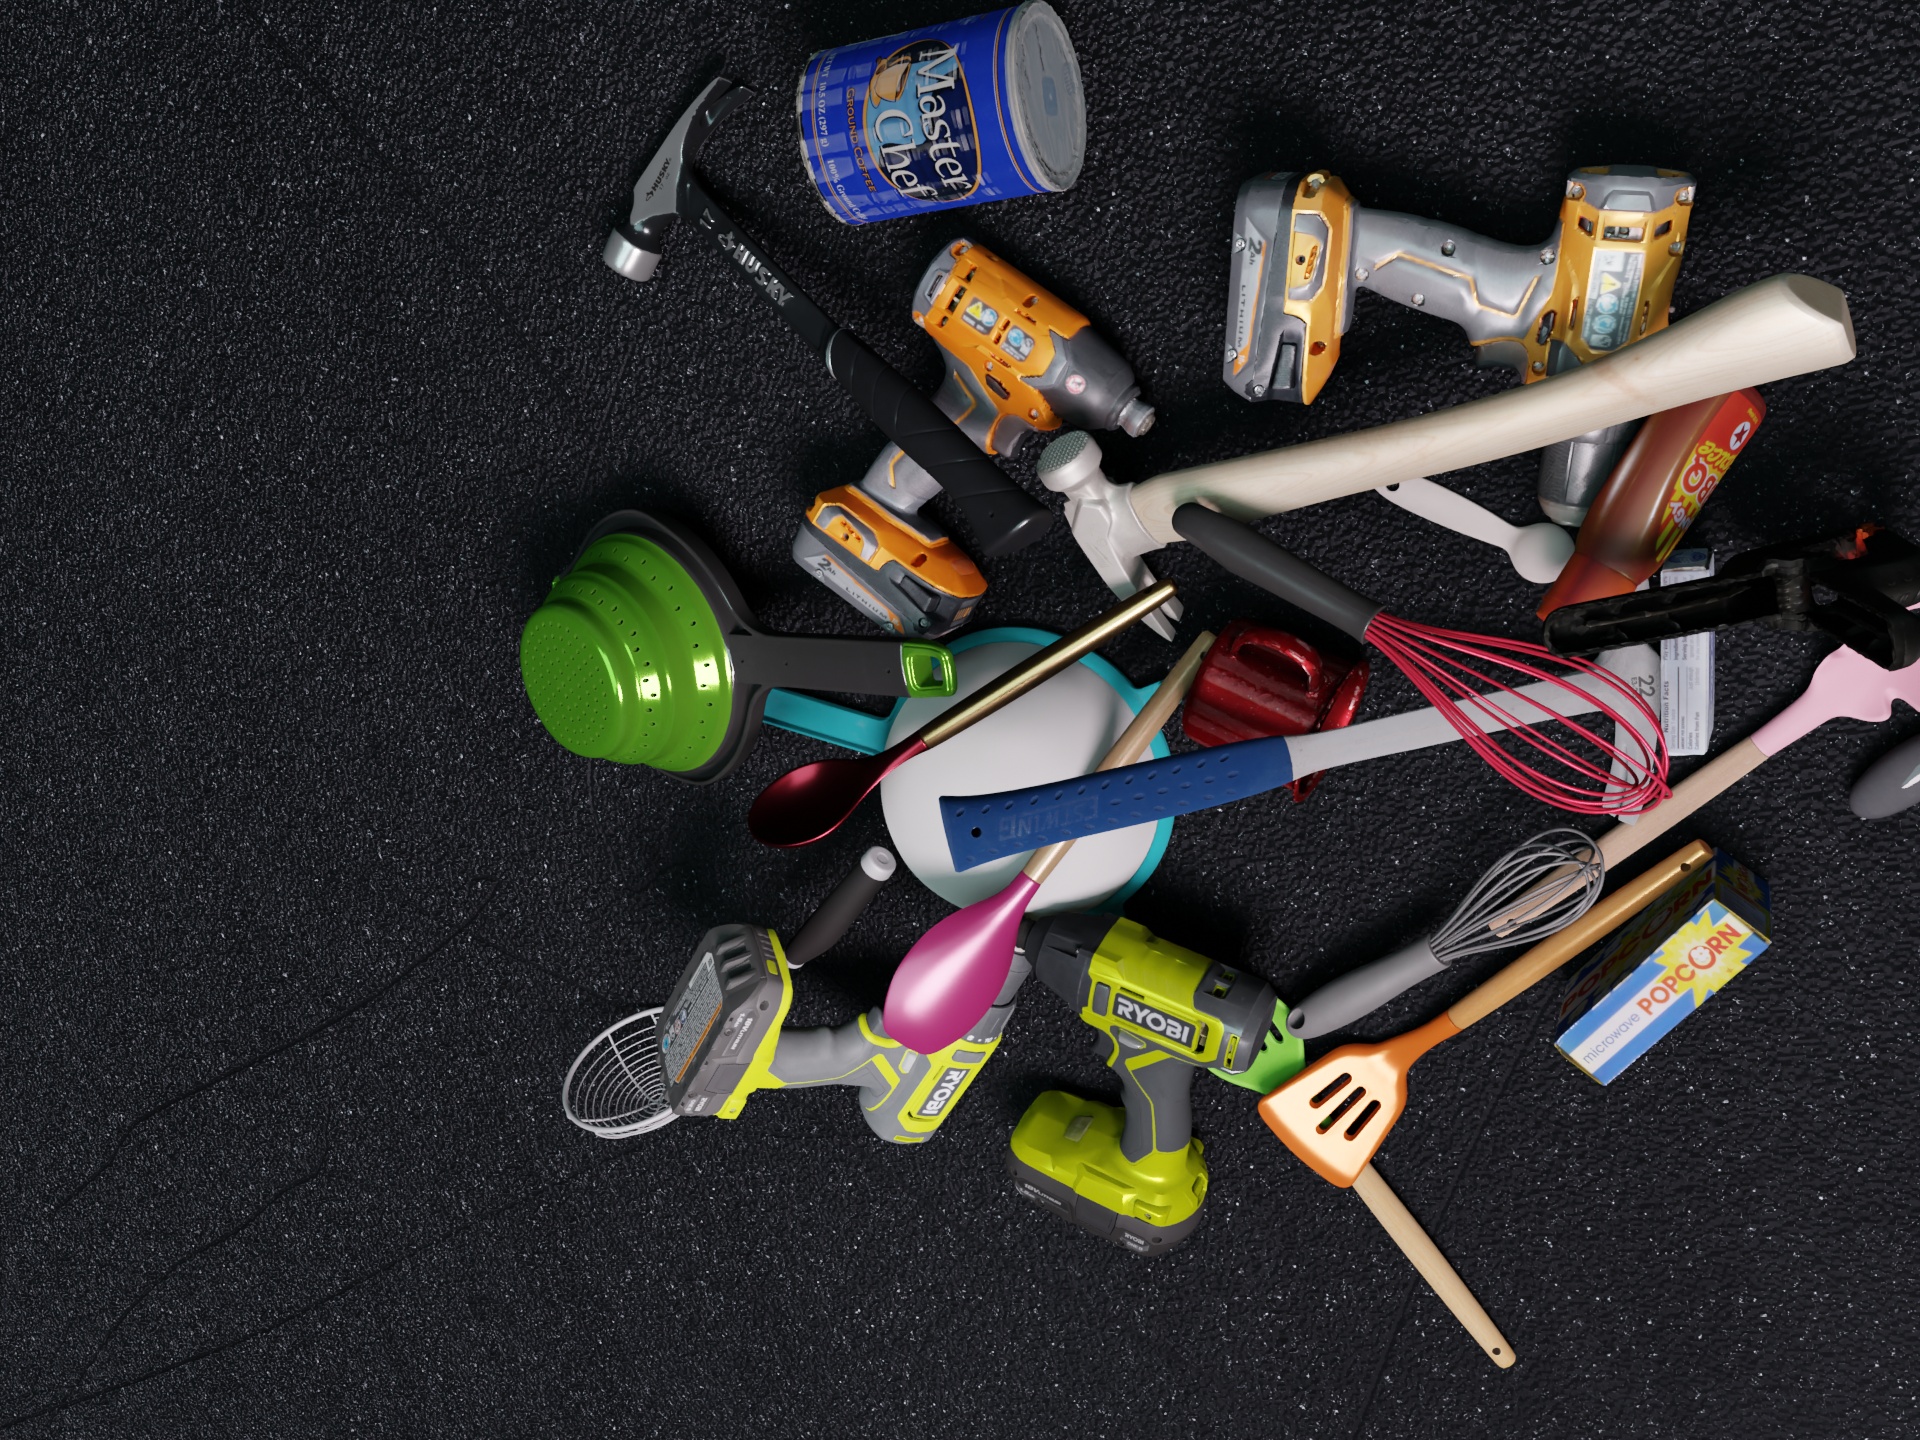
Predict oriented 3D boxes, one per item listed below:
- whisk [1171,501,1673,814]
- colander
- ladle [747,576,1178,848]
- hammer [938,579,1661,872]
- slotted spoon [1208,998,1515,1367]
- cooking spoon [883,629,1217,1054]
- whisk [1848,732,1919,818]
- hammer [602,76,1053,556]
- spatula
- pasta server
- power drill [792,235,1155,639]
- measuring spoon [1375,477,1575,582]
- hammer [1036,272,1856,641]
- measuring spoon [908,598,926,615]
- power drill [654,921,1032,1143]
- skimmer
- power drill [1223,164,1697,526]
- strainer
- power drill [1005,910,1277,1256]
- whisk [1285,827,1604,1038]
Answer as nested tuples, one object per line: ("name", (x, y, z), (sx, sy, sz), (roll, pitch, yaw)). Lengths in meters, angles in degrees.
("whisk", (0.231, -0.041, 0.824), (0.296, 0.073, 0.073), (34, 118, 25))
("colander", (-0.176, -0.033, 1.056), (0.397, 0.094, 0.204), (5, 111, 40))
("ladle", (-0.002, -0.003, 0.983), (0.315, 0.069, 0.031), (-31, 131, 19))
("hammer", (0.191, 0.024, 0.874), (0.405, 0.035, 0.144), (-13, 102, -4))
("slotted spoon", (0.260, 0.297, 1.041), (0.070, 0.031, 0.314), (-39, 89, 19))
("cooking spoon", (0.059, 0.076, 0.975), (0.068, 0.017, 0.319), (34, 96, -21))
("whisk", (0.561, -0.040, 0.780), (0.070, 0.070, 0.284), (46, 124, 6))
("hammer", (-0.080, -0.239, 0.970), (0.409, 0.036, 0.149), (48, 117, 27))
("spatula", (0.317, 0.173, 0.960), (0.081, 0.041, 0.322), (43, 122, 0))
("pasta server", (0.418, 0.033, 0.878), (0.060, 0.040, 0.316), (45, 120, -1))
("power drill", (0.009, -0.161, 0.993), (0.164, 0.084, 0.226), (37, 114, 11))
("measuring spoon", (0.289, -0.114, 0.906), (0.124, 0.018, 0.034), (29, 116, 16))
("hammer", (0.242, -0.137, 0.838), (0.411, 0.038, 0.146), (-11, 131, 38))
("measuring spoon", (-0.064, -0.090, 1.087), (0.117, 0.011, 0.021), (34, 117, 13))
("power drill", (-0.073, 0.204, 1.081), (0.190, 0.228, 0.080), (-59, 36, 28))
("skimmer", (-0.173, 0.188, 1.148), (0.090, 0.127, 0.363), (33, 126, -12))
("power drill", (0.261, -0.205, 0.858), (0.226, 0.084, 0.185), (9, 116, 18))
("strainer", (-0.031, 0.034, 1.061), (0.340, 0.095, 0.211), (16, 112, 19))
("power drill", (0.102, 0.230, 1.040), (0.171, 0.080, 0.223), (20, 126, 21))
("whisk", (0.283, 0.135, 0.952), (0.055, 0.055, 0.239), (52, 126, 3))
